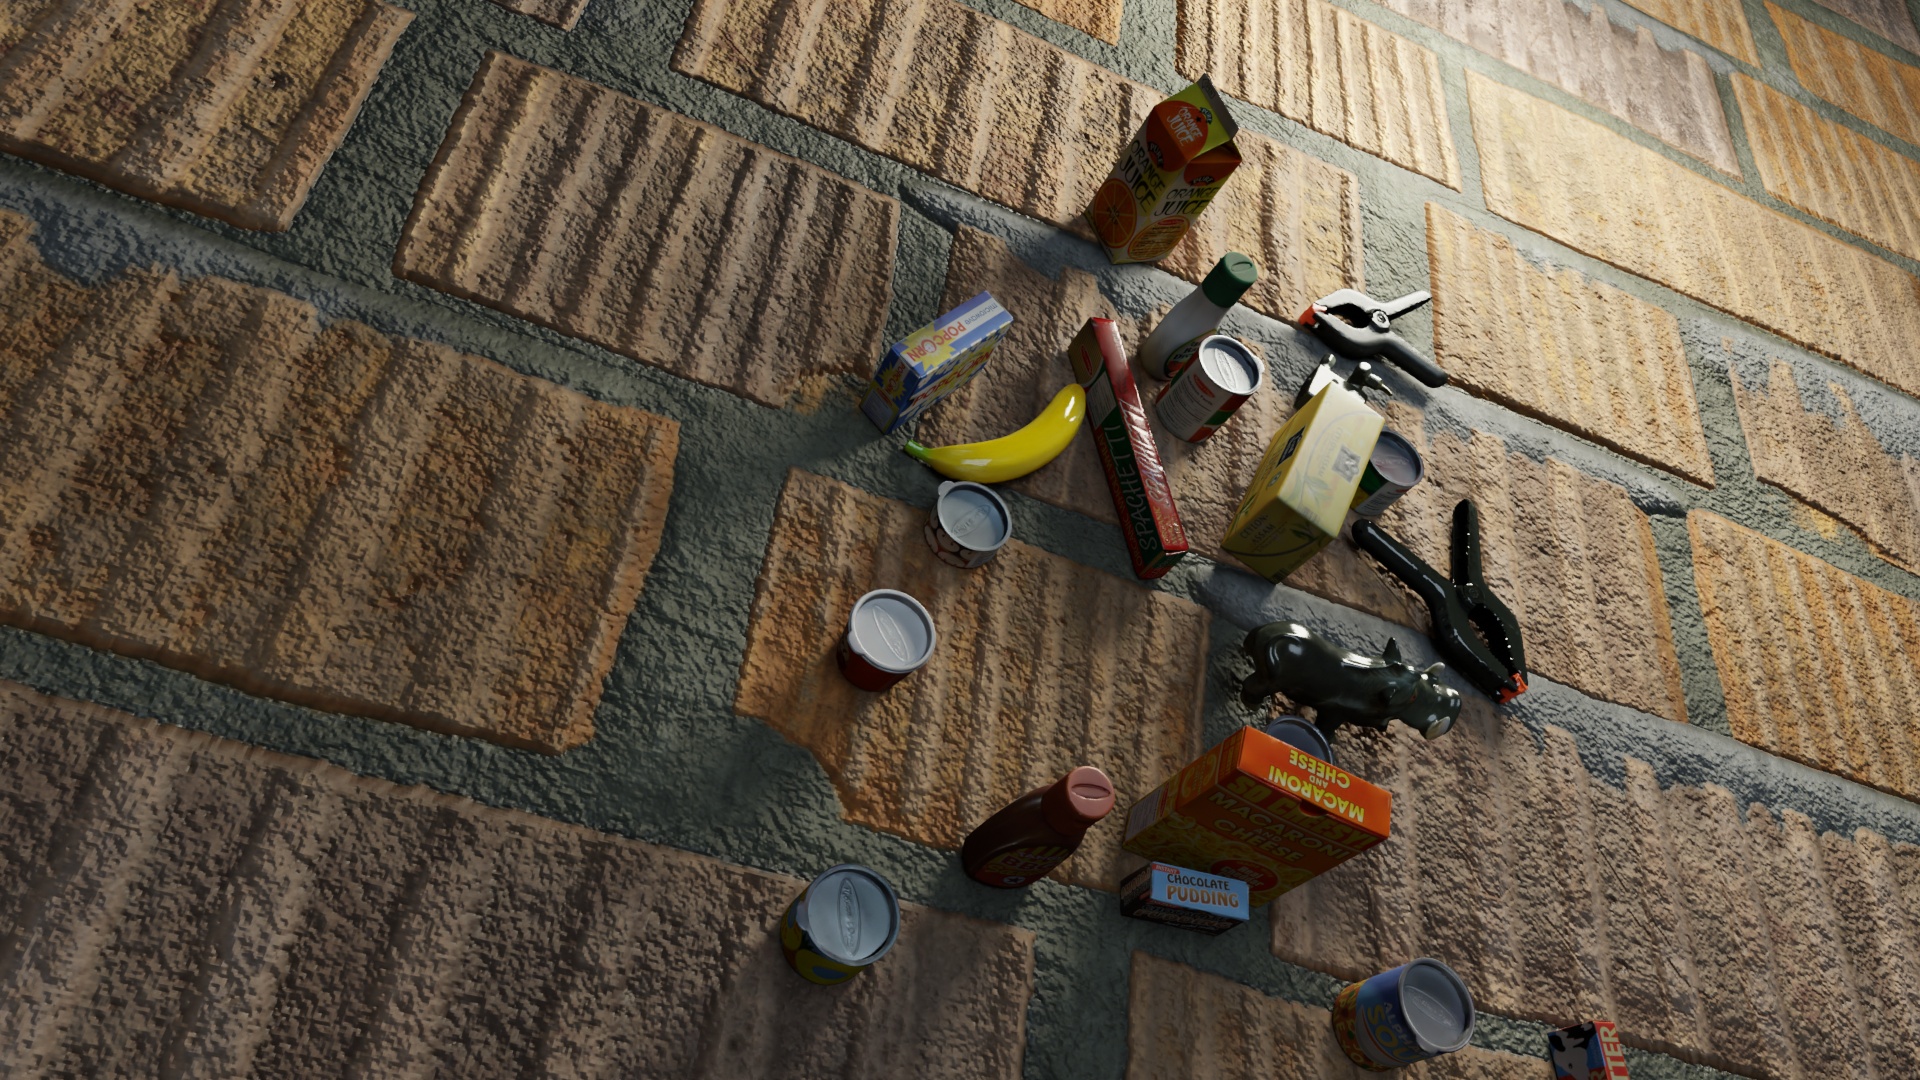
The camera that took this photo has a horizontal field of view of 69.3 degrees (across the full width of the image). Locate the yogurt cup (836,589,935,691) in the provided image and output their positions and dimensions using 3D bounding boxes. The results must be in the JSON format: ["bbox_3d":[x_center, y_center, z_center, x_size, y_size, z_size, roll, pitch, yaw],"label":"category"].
[{"bbox_3d":[-0.059,0.078,1.036,0.072,0.053,0.073,12,56,-19],"label":"yogurt cup"}]

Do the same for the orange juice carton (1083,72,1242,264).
[{"bbox_3d":[0.204,-0.358,1.351,0.073,0.191,0.072,-12,66,-31],"label":"orange juice carton"}]

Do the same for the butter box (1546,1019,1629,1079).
[{"bbox_3d":[0.496,0.432,1.082,0.024,0.053,0.104,10,57,-20],"label":"butter box"}]

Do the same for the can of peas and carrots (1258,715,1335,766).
[{"bbox_3d":[0.258,0.185,1.119,0.071,0.058,0.071,12,56,-19],"label":"can of peas and carrots"}]

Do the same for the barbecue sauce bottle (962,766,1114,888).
[{"bbox_3d":[0.056,0.198,0.956,0.065,0.147,0.044,10,57,-20],"label":"barbecue sauce bottle"}]

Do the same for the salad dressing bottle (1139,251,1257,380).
[{"bbox_3d":[0.221,-0.208,1.293,0.064,0.147,0.044,-20,71,-34],"label":"salad dressing bottle"}]

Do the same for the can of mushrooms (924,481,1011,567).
[{"bbox_3d":[0.004,-0.014,1.138,0.071,0.033,0.071,12,56,-19],"label":"can of mushrooms"}]

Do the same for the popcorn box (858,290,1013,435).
[{"bbox_3d":[-0.020,-0.152,1.180,0.038,0.084,0.127,47,52,7],"label":"popcorn box"}]

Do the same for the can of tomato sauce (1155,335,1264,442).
[{"bbox_3d":[0.232,-0.141,1.296,0.071,0.082,0.071,12,56,-19],"label":"can of tomato sauce"}]

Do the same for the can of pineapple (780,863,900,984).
[{"bbox_3d":[-0.081,0.252,0.913,0.071,0.057,0.071,12,56,-19],"label":"can of pineapple"}]

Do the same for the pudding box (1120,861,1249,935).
[{"bbox_3d":[0.167,0.266,1.029,0.084,0.049,0.030,16,55,-16],"label":"pudding box"}]

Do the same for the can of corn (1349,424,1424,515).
[{"bbox_3d":[0.404,-0.068,1.349,0.071,0.058,0.071,12,56,-19],"label":"can of corn"}]

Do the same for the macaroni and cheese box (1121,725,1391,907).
[{"bbox_3d":[0.213,0.206,1.015,0.124,0.165,0.040,26,53,-10],"label":"macaroni and cheese box"}]

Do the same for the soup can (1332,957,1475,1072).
[{"bbox_3d":[0.326,0.355,1.029,0.071,0.083,0.071,12,56,-19],"label":"soup can"}]

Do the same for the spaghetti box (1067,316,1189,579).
[{"bbox_3d":[0.147,-0.085,1.241,0.029,0.050,0.251,0,60,-26],"label":"spaghetti box"}]
